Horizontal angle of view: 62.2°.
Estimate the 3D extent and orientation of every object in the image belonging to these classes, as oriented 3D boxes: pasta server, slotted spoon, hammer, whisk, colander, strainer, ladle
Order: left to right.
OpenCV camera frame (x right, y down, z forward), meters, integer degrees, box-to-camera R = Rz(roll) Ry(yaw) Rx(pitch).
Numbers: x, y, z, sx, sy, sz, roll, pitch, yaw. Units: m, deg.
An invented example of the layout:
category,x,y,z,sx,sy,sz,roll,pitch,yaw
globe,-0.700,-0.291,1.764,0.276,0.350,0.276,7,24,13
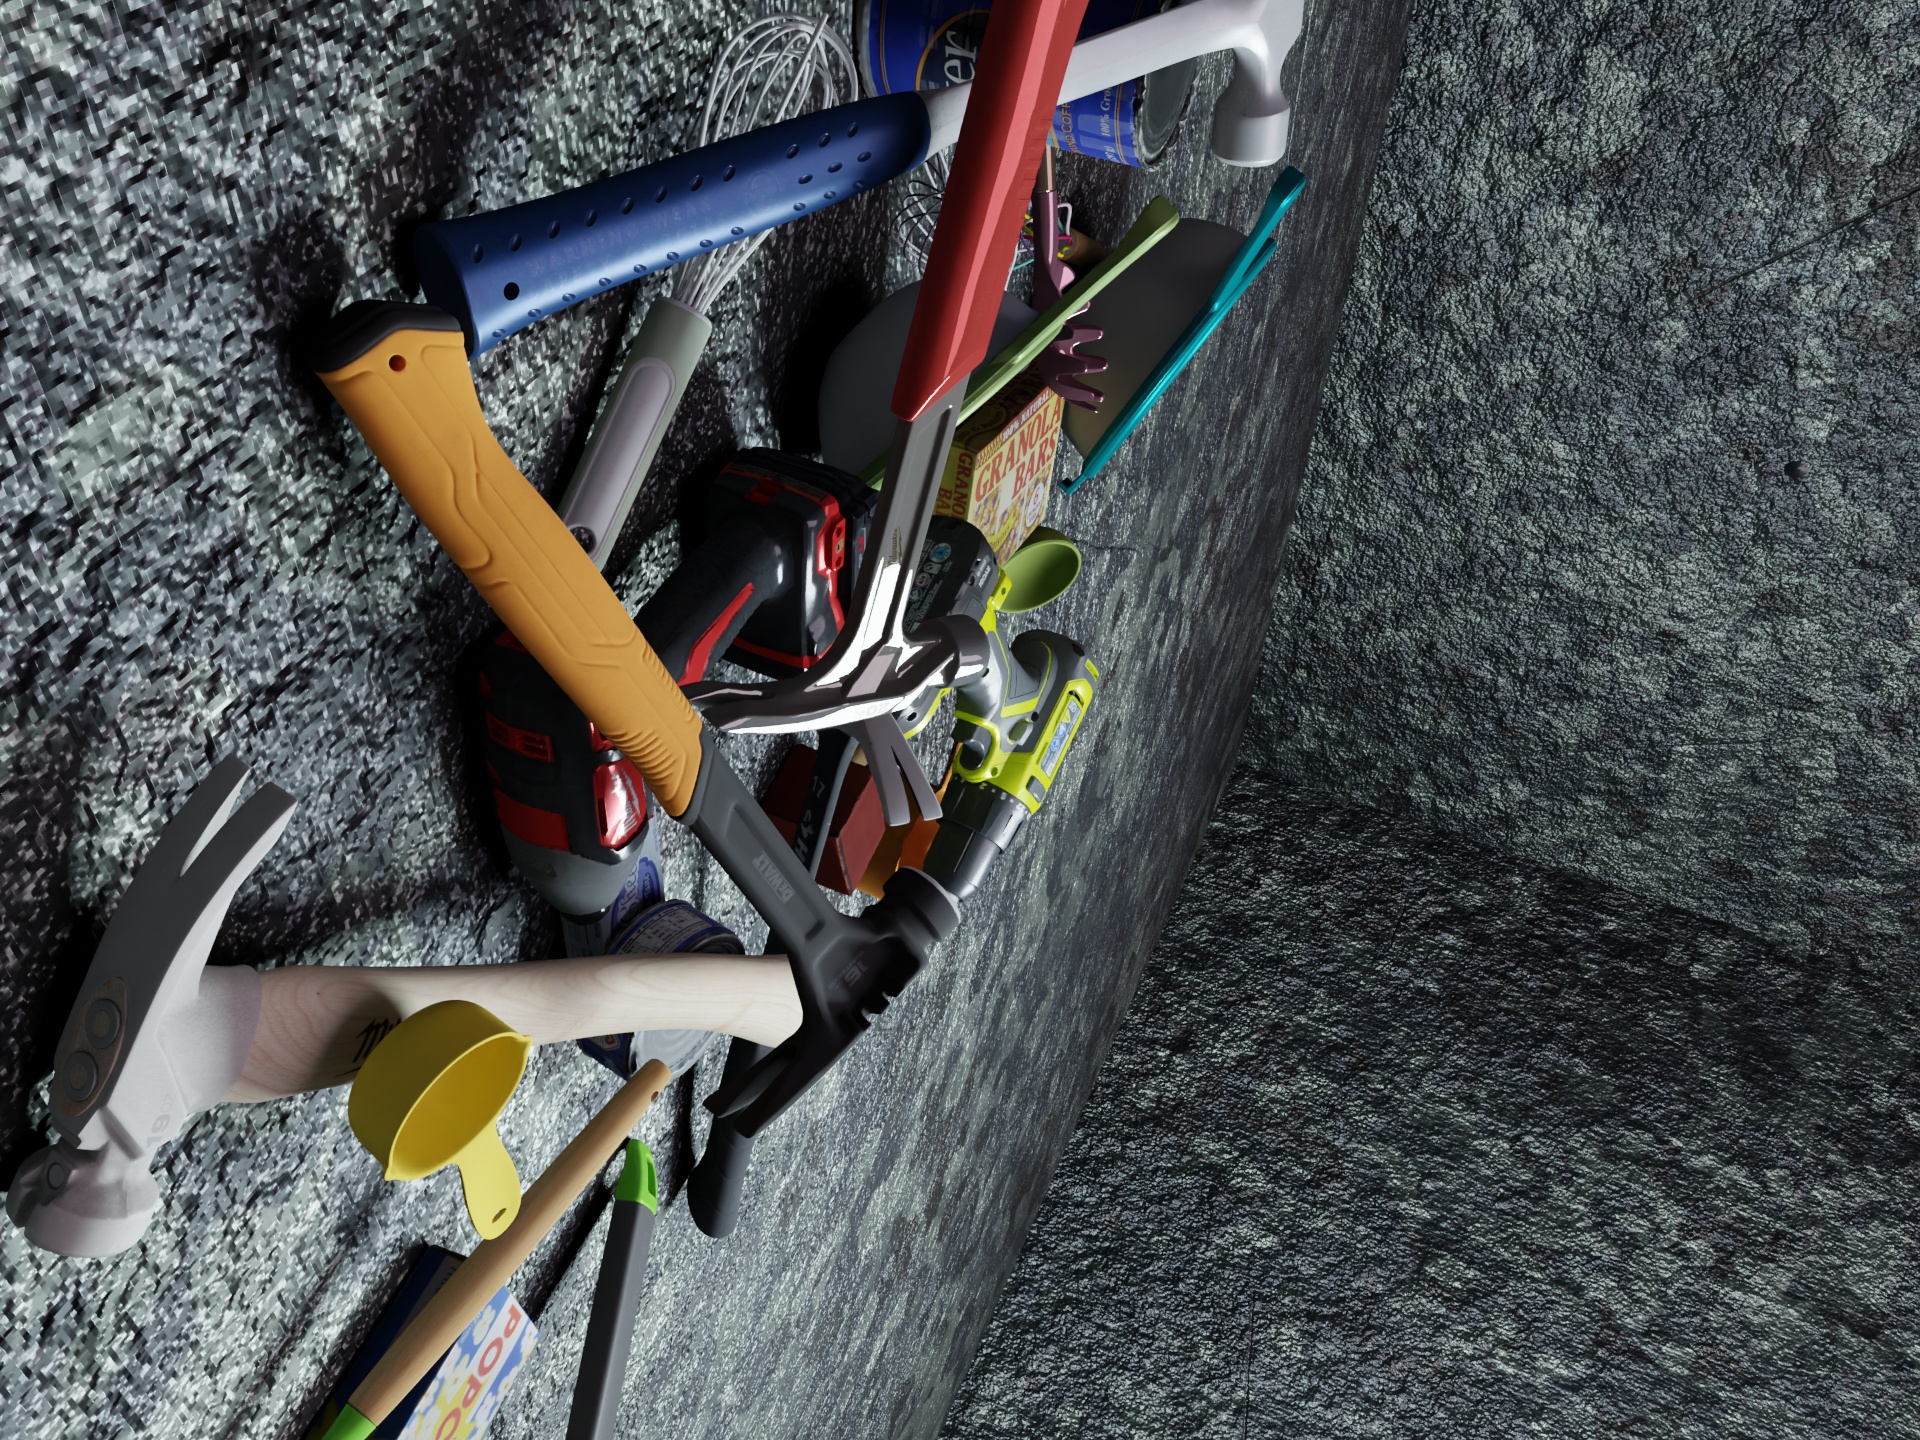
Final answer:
category,x,y,z,sx,sy,sz,roll,pitch,yaw
slotted spoon,-0.223,0.260,0.646,0.314,0.031,0.070,-49,155,-31
colander,-0.233,0.408,0.802,0.204,0.094,0.397,82,13,-59
hammer,-0.149,0.101,0.623,0.146,0.038,0.410,-65,155,5
hammer,-0.114,0.007,0.554,0.127,0.034,0.336,-46,129,-21
whisk,-0.105,-0.166,0.621,0.246,0.057,0.059,-66,-165,-4
hammer,-0.102,0.146,0.894,0.036,0.149,0.408,-7,128,-35
hammer,-0.009,-0.228,0.586,0.405,0.035,0.144,-31,139,-30
hammer,-0.006,-0.159,0.585,0.149,0.037,0.359,-12,128,-44
ladle,-0.004,-0.040,1.106,0.320,0.062,0.078,-53,172,-43
strainer,0.002,-0.191,0.756,0.151,0.069,0.256,-49,-168,-36
whisk,0.014,-0.253,0.925,0.284,0.070,0.070,26,83,-80
pasta server,0.052,-0.325,0.889,0.060,0.040,0.316,-66,155,-54
whisk,0.065,-0.313,1.048,0.245,0.047,0.051,-35,140,-71
strainer,0.136,-0.298,1.085,0.211,0.095,0.340,-51,180,-16

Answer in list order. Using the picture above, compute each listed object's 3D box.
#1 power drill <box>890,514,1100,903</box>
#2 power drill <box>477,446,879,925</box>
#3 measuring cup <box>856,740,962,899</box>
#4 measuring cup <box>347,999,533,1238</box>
category,x,y,z,sx,sy,sz,roll,pitch,yaw
power drill,-0.002,-0.003,0.993,0.191,0.080,0.228,-63,147,-16
power drill,-0.119,-0.016,0.691,0.220,0.078,0.143,-50,153,-46
measuring cup,-0.034,0.038,1.088,0.095,0.052,0.173,30,80,-74
measuring cup,-0.176,0.145,0.552,0.062,0.029,0.156,-45,161,-31
